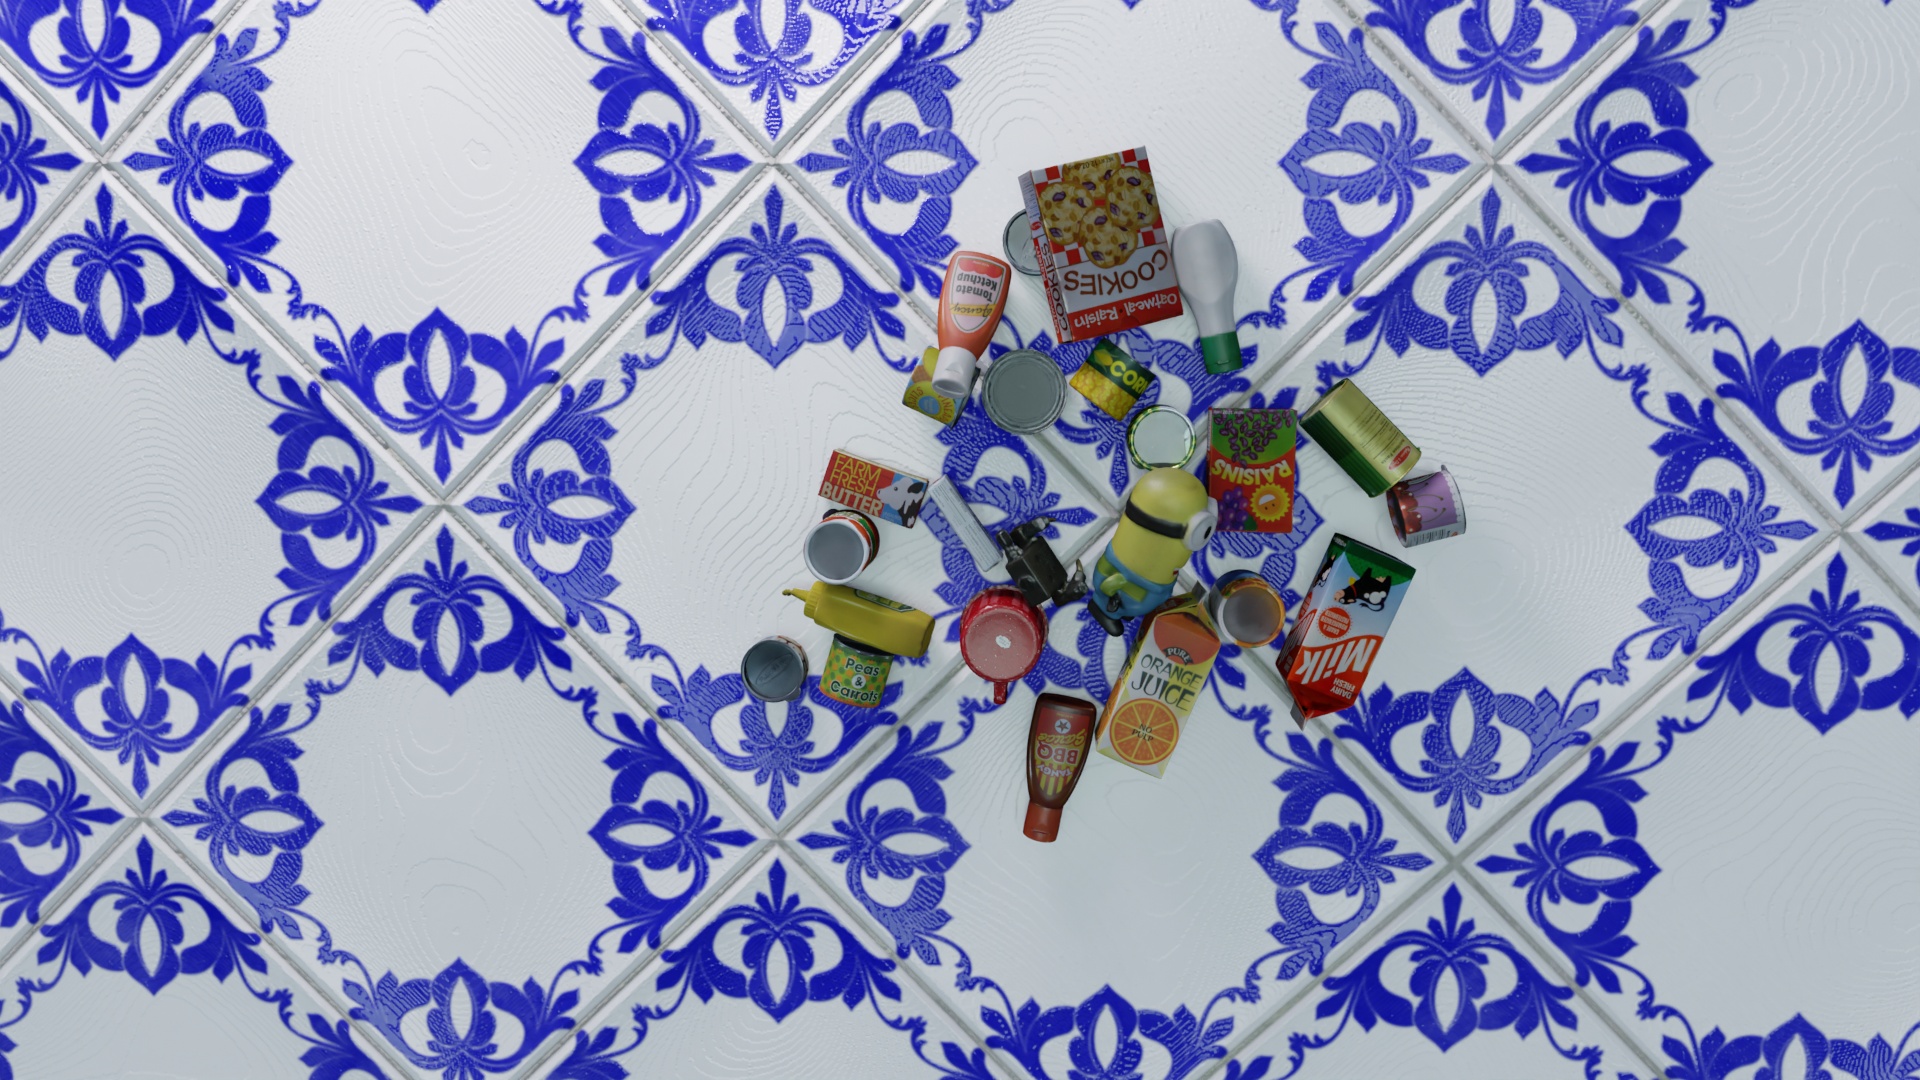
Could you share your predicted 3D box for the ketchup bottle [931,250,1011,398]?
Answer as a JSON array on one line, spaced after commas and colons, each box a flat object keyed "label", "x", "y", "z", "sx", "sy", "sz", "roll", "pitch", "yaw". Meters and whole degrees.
[{"label": "ketchup bottle", "x": 0.006, "y": -0.208, "z": 1.348, "sx": 0.065, "sy": 0.043, "sz": 0.149, "roll": 14, "pitch": 66, "yaw": -2}]

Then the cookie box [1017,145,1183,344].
[{"label": "cookie box", "x": 0.137, "y": -0.284, "z": 1.342, "sx": 0.123, "sy": 0.040, "sz": 0.167, "roll": -17, "pitch": 98, "yaw": -16}]

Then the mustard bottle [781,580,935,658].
[{"label": "mustard bottle", "x": -0.107, "y": 0.074, "z": 1.416, "sx": 0.160, "sy": 0.065, "sz": 0.048, "roll": 19, "pitch": 96, "yaw": 6}]

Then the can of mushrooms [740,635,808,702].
[{"label": "can of mushrooms", "x": -0.191, "y": 0.135, "z": 1.443, "sx": 0.071, "sy": 0.033, "sz": 0.071, "roll": 0, "pitch": 96, "yaw": 4}]

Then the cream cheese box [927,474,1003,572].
[{"label": "cream cheese box", "x": 0.005, "y": -0.018, "z": 1.401, "sx": 0.024, "sy": 0.053, "sz": 0.103, "roll": -35, "pitch": 94, "yaw": 6}]

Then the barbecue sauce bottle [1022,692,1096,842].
[{"label": "barbecue sauce bottle", "x": 0.096, "y": 0.235, "z": 1.430, "sx": 0.065, "sy": 0.044, "sz": 0.148, "roll": 12, "pitch": 98, "yaw": 3}]

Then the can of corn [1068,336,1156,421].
[{"label": "can of corn", "x": 0.150, "y": -0.157, "z": 1.365, "sx": 0.071, "sy": 0.071, "sz": 0.058, "roll": 37, "pitch": 99, "yaw": -1}]

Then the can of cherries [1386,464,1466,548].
[{"label": "can of cherries", "x": 0.455, "y": -0.033, "z": 1.362, "sx": 0.058, "sy": 0.071, "sz": 0.071, "roll": -15, "pitch": 96, "yaw": 7}]

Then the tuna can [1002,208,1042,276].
[{"label": "tuna can", "x": 0.077, "y": -0.294, "z": 1.373, "sx": 0.071, "sy": 0.033, "sz": 0.071, "roll": 0, "pitch": 97, "yaw": 4}]

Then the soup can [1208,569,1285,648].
[{"label": "soup can", "x": 0.286, "y": 0.066, "z": 1.376, "sx": 0.071, "sy": 0.084, "sz": 0.071, "roll": 0, "pitch": 97, "yaw": 4}]

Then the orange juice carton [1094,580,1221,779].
[{"label": "orange juice carton", "x": 0.204, "y": 0.132, "z": 1.396, "sx": 0.073, "sy": 0.072, "sz": 0.192, "roll": 23, "pitch": 98, "yaw": 0}]

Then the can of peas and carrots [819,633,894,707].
[{"label": "can of peas and carrots", "x": -0.105, "y": 0.133, "z": 1.418, "sx": 0.071, "sy": 0.071, "sz": 0.058, "roll": 17, "pitch": 99, "yaw": 2}]

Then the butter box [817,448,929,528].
[{"label": "butter box", "x": -0.089, "y": -0.053, "z": 1.418, "sx": 0.103, "sy": 0.024, "sz": 0.053, "roll": 19, "pitch": 97, "yaw": 1}]

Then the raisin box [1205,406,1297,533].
[{"label": "raisin box", "x": 0.288, "y": -0.070, "z": 1.382, "sx": 0.086, "sy": 0.040, "sz": 0.123, "roll": 1, "pitch": 96, "yaw": 4}]

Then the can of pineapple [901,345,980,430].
[{"label": "can of pineapple", "x": -0.020, "y": -0.152, "z": 1.379, "sx": 0.058, "sy": 0.071, "sz": 0.071, "roll": 25, "pitch": 98, "yaw": 2}]

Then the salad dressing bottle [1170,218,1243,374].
[{"label": "salad dressing bottle", "x": 0.246, "y": -0.238, "z": 1.363, "sx": 0.064, "sy": 0.044, "sz": 0.147, "roll": -11, "pitch": 97, "yaw": 12}]

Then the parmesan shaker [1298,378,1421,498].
[{"label": "parmesan shaker", "x": 0.391, "y": -0.102, "z": 1.359, "sx": 0.071, "sy": 0.071, "sz": 0.103, "roll": -44, "pitch": 91, "yaw": 8}]

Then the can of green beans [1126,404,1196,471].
[{"label": "can of green beans", "x": 0.198, "y": -0.101, "z": 1.375, "sx": 0.071, "sy": 0.058, "sz": 0.071, "roll": 1, "pitch": 97, "yaw": 4}]

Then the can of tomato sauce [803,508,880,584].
[{"label": "can of tomato sauce", "x": -0.120, "y": 0.004, "z": 1.397, "sx": 0.071, "sy": 0.083, "sz": 0.071, "roll": 0, "pitch": 98, "yaw": 4}]

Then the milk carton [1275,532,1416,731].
[{"label": "milk carton", "x": 0.372, "y": 0.095, "z": 1.379, "sx": 0.073, "sy": 0.072, "sz": 0.190, "roll": 23, "pitch": 98, "yaw": 1}]
